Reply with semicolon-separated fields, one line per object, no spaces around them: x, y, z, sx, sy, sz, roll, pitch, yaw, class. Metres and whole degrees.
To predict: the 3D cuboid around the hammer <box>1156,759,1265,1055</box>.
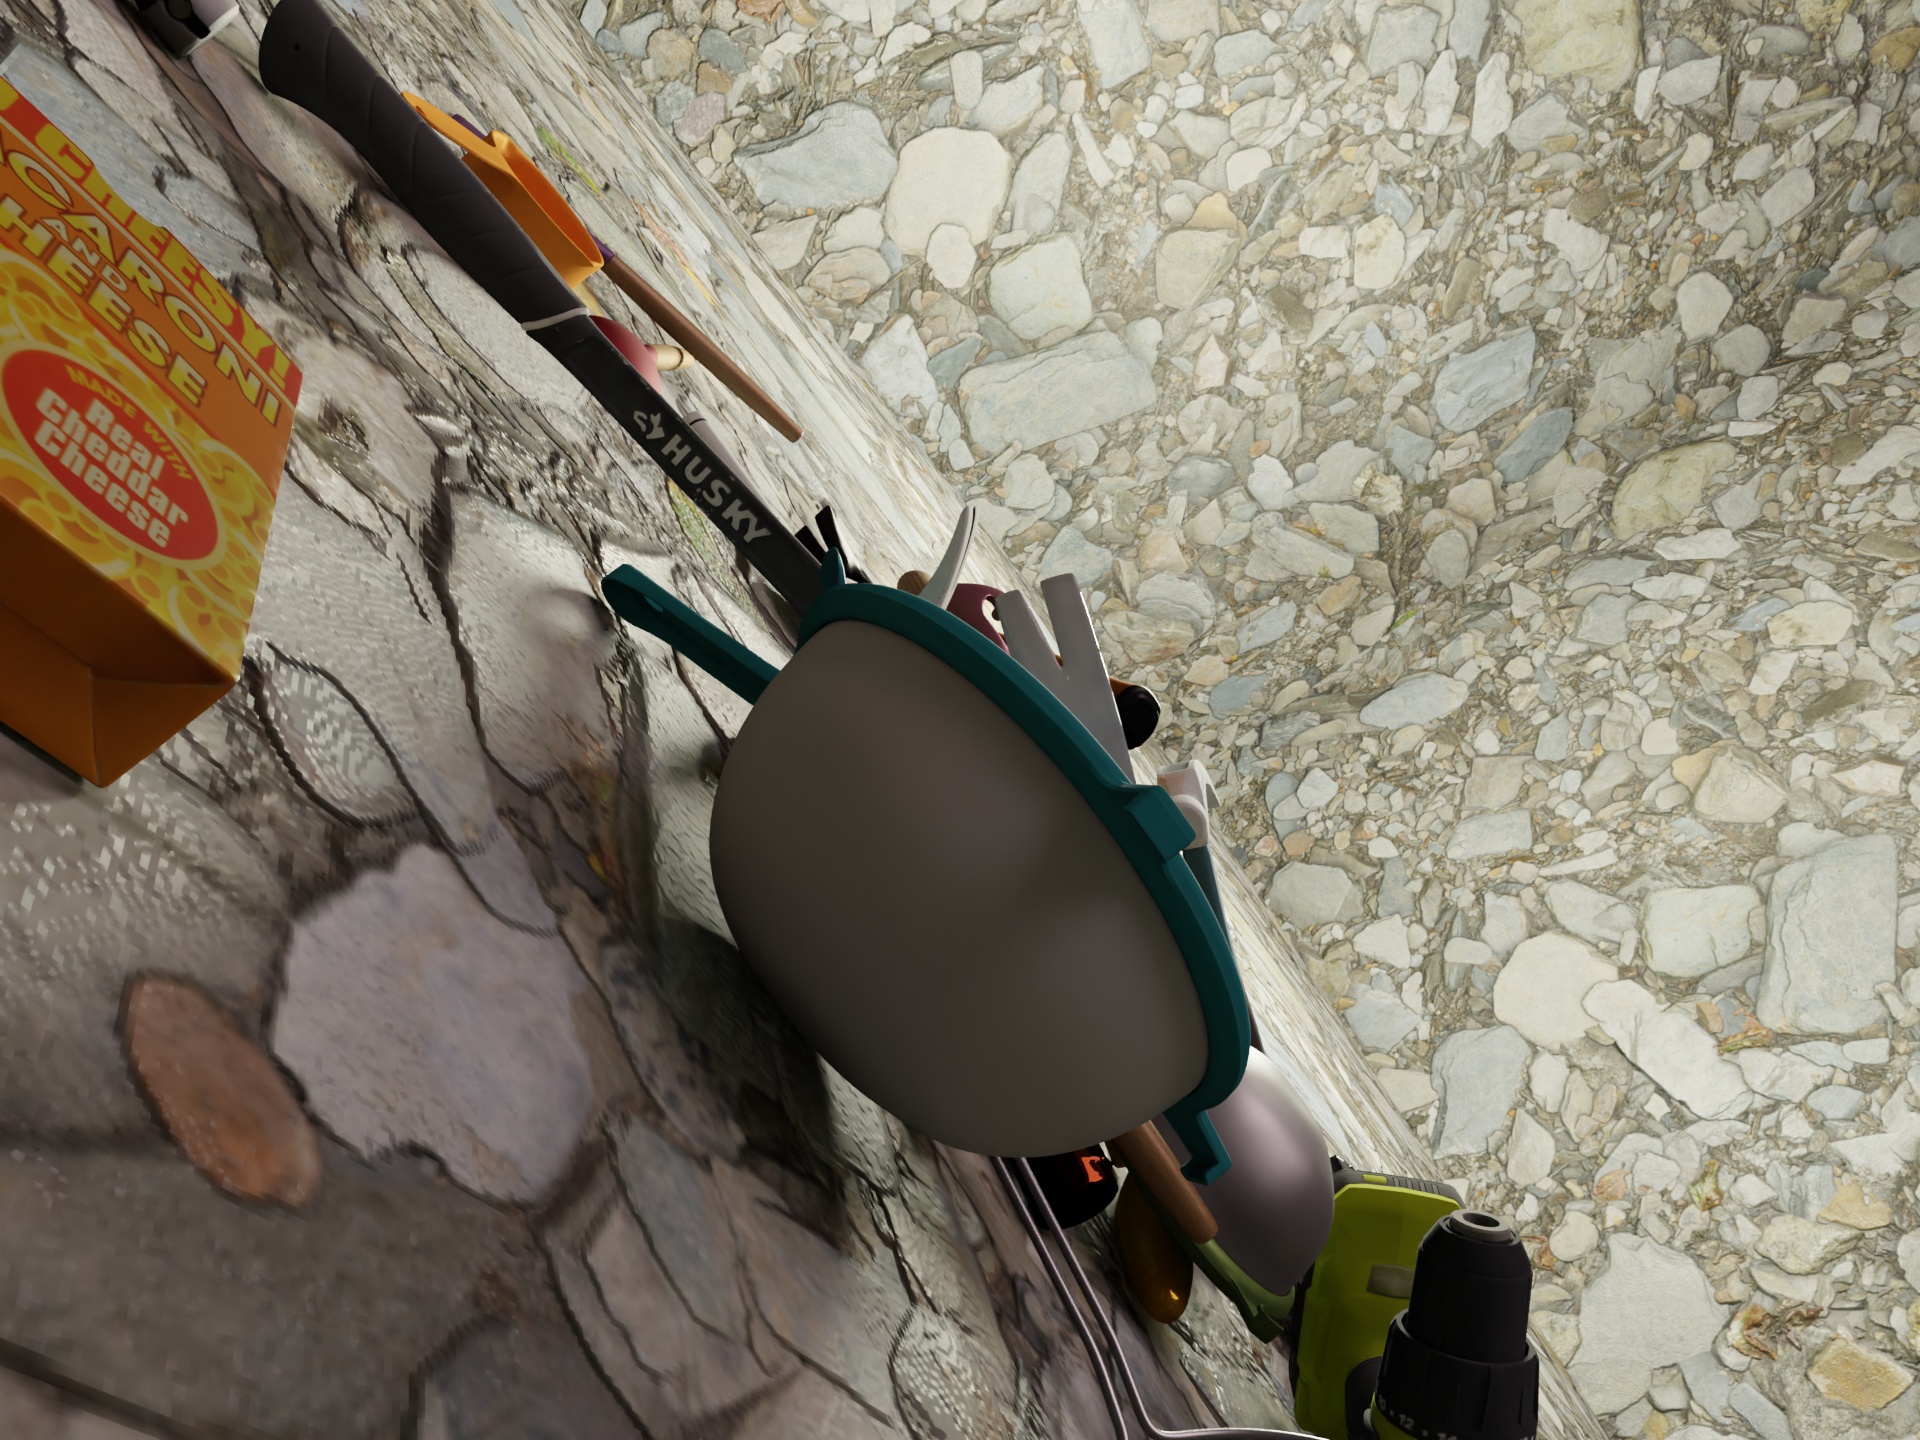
0.172;0.179;1.012;0.128;0.033;0.330;-68;145;-69;hammer

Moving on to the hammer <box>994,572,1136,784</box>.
-0.001;-0.002;0.761;0.386;0.038;0.143;-157;-130;-73;hammer

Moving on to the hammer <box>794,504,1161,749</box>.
0.007;-0.052;0.996;0.337;0.034;0.127;27;-23;54;hammer

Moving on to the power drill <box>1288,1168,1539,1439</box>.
0.194;0.278;0.680;0.228;0.080;0.190;-18;115;-82;power drill

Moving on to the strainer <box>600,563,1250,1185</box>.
-0.057;0.039;0.553;0.341;0.095;0.210;34;-28;37;strainer

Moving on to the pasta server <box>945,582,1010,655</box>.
0.043;0.063;0.849;0.060;0.040;0.316;1;67;-39;pasta server

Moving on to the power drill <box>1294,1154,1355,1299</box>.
0.254;0.383;0.904;0.187;0.080;0.227;49;12;-28;power drill

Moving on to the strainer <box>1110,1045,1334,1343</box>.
0.097;0.150;0.743;0.256;0.069;0.151;55;11;11;strainer

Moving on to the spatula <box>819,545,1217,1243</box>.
0.019;0.075;0.643;0.317;0.044;0.082;55;-10;-3;spatula

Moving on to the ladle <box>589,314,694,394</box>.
-0.205;-0.240;1.058;0.069;0.031;0.315;52;7;-11;ladle

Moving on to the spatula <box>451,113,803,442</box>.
-0.227;-0.303;1.113;0.315;0.018;0.060;41;14;-26;spatula

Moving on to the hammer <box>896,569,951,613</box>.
0.032;-0.023;1.146;0.130;0.031;0.332;25;17;-40;hammer

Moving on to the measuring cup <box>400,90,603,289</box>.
-0.252;-0.270;0.821;0.095;0.052;0.173;56;10;11;measuring cup

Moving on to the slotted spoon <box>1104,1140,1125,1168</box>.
0.042;0.088;0.868;0.070;0.031;0.314;16;50;-52;slotted spoon

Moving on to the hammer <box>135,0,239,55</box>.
-0.368;-0.393;0.731;0.146;0.035;0.335;50;9;-29;hammer

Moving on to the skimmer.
0.045;0.163;0.570;0.127;0.090;0.364;5;40;-39;skimmer

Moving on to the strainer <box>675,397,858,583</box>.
-0.114;-0.115;1.006;0.259;0.050;0.086;53;-8;19;strainer

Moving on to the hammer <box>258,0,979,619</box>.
-0.163;-0.167;0.704;0.409;0.149;0.036;47;11;2;hammer
